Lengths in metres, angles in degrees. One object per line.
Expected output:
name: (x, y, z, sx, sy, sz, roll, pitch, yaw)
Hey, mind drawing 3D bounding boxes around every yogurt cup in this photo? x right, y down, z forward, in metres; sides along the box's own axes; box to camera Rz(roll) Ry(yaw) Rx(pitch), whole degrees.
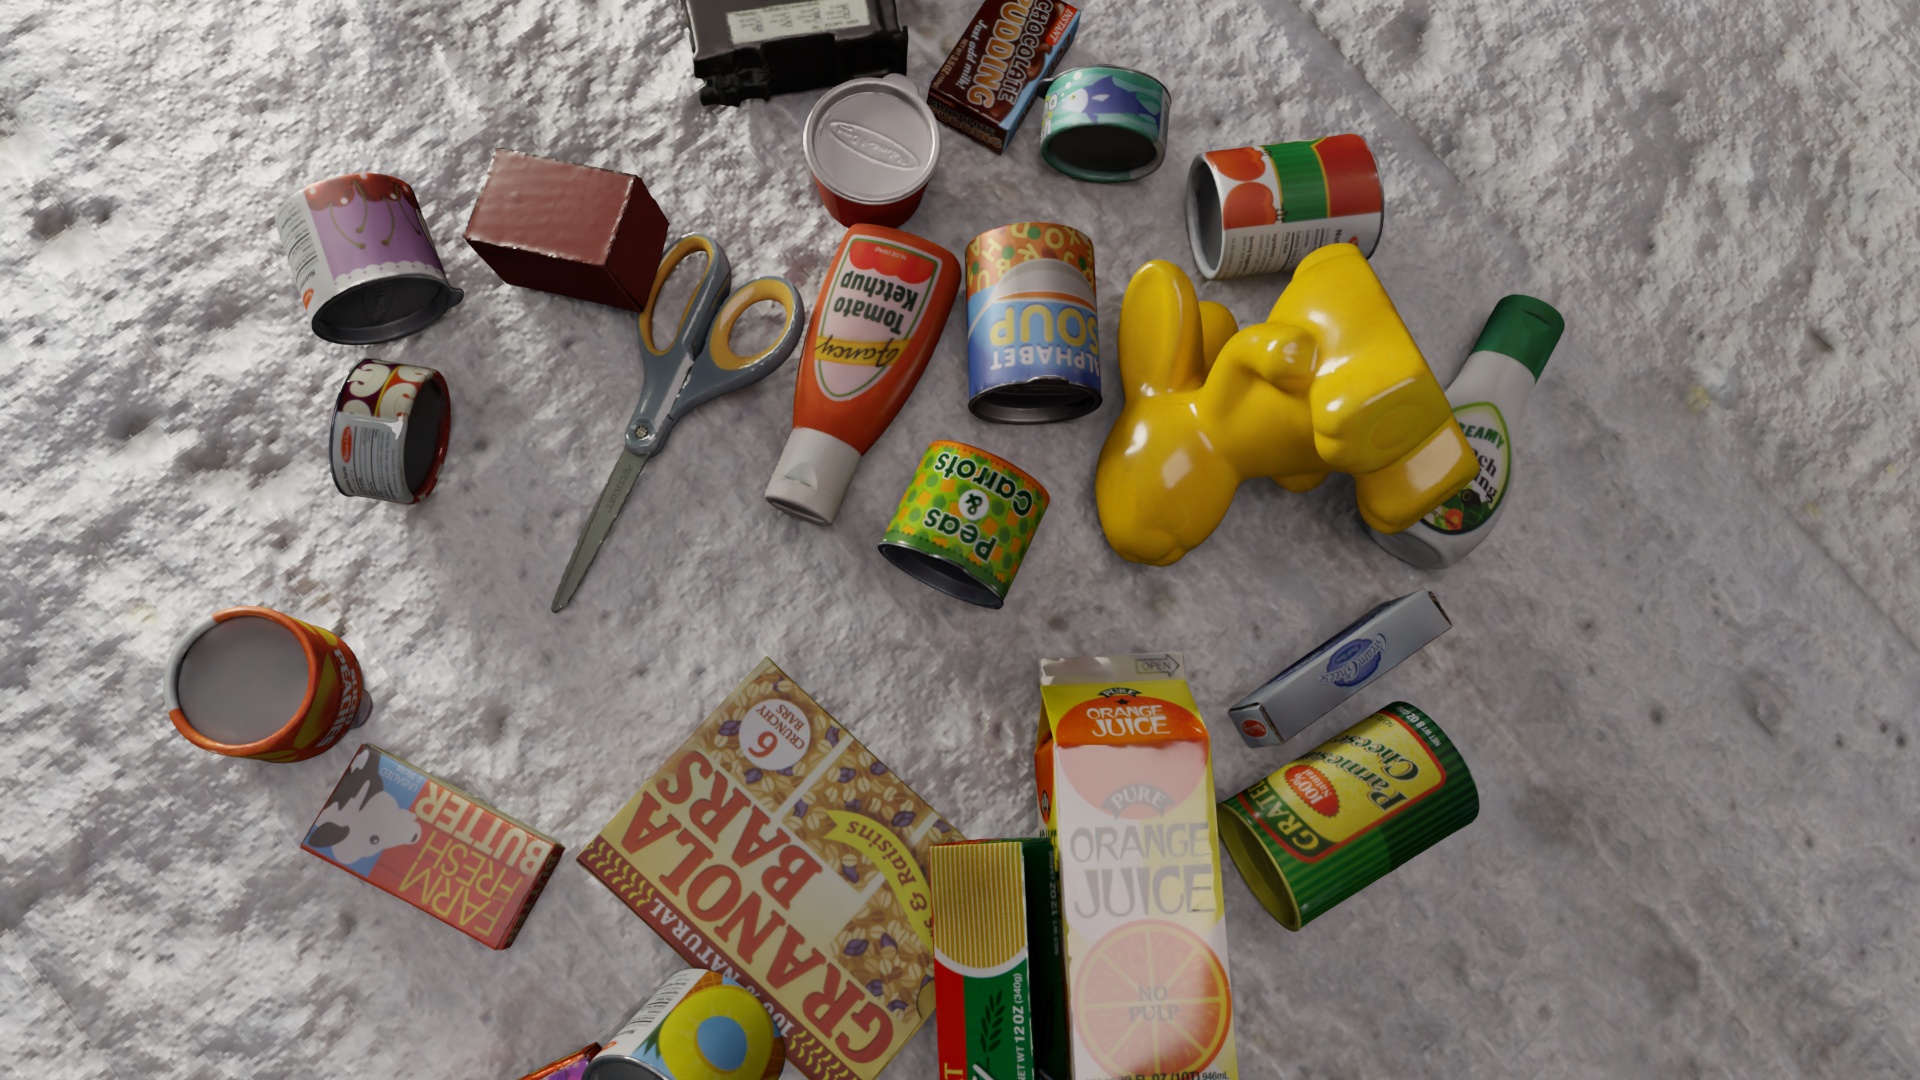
yogurt cup: (-0.045, -0.192, 0.708, 0.072, 0.054, 0.072, 1, 78, -5)

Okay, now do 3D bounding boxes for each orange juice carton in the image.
orange juice carton: (0.075, 0.147, 0.633, 0.072, 0.073, 0.193, -1, 77, -5)

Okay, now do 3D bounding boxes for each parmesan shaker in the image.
parmesan shaker: (0.179, 0.126, 0.653, 0.103, 0.071, 0.071, -28, 82, -11)

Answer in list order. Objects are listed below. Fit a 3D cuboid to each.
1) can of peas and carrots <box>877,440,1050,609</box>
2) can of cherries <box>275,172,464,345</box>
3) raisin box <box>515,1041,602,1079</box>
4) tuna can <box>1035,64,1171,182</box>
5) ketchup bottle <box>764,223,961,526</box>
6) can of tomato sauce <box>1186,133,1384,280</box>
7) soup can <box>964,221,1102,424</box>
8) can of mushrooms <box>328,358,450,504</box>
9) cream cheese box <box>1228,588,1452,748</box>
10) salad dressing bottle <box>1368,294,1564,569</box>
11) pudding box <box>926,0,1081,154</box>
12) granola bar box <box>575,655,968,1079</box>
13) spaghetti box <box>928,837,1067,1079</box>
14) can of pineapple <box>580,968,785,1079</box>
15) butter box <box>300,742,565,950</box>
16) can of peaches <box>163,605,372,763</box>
can of peas and carrots: (0.002, -0.008, 0.663, 0.071, 0.071, 0.059, 25, 76, 1)
can of cherries: (-0.285, -0.136, 0.671, 0.071, 0.071, 0.058, -22, 80, -9)
raisin box: (-0.176, 0.294, 0.596, 0.086, 0.040, 0.123, -23, 80, -9)
tuna can: (0.072, -0.214, 0.717, 0.071, 0.071, 0.033, 7, 78, -3)
ketchup bottle: (-0.052, -0.081, 0.688, 0.065, 0.043, 0.149, 19, 77, 10)
can of tomato sauce: (0.165, -0.173, 0.717, 0.083, 0.071, 0.071, -8, 79, -6)
soup can: (0.036, -0.107, 0.688, 0.071, 0.071, 0.084, -1, 78, -5)
can of mushrooms: (-0.266, -0.052, 0.653, 0.033, 0.071, 0.071, 8, 77, -3)
cream cheese box: (0.182, 0.062, 0.672, 0.104, 0.053, 0.024, -32, 84, -11)
salad dressing bottle: (0.261, -0.058, 0.710, 0.064, 0.044, 0.148, 30, 76, 5)
pudding box: (0.023, -0.254, 0.741, 0.050, 0.030, 0.084, 30, 77, 1)
granola bar box: (-0.071, 0.154, 0.636, 0.165, 0.039, 0.124, 41, 78, 5)
spaghetti box: (0.019, 0.251, 0.574, 0.050, 0.029, 0.250, -11, 74, 33)
can of pineapple: (-0.115, 0.227, 0.587, 0.071, 0.070, 0.058, 42, 35, 5)
butter box: (-0.239, 0.139, 0.633, 0.103, 0.024, 0.053, 28, 76, 1)
can of peaches: (-0.310, 0.066, 0.626, 0.071, 0.058, 0.071, 1, 77, -4)
